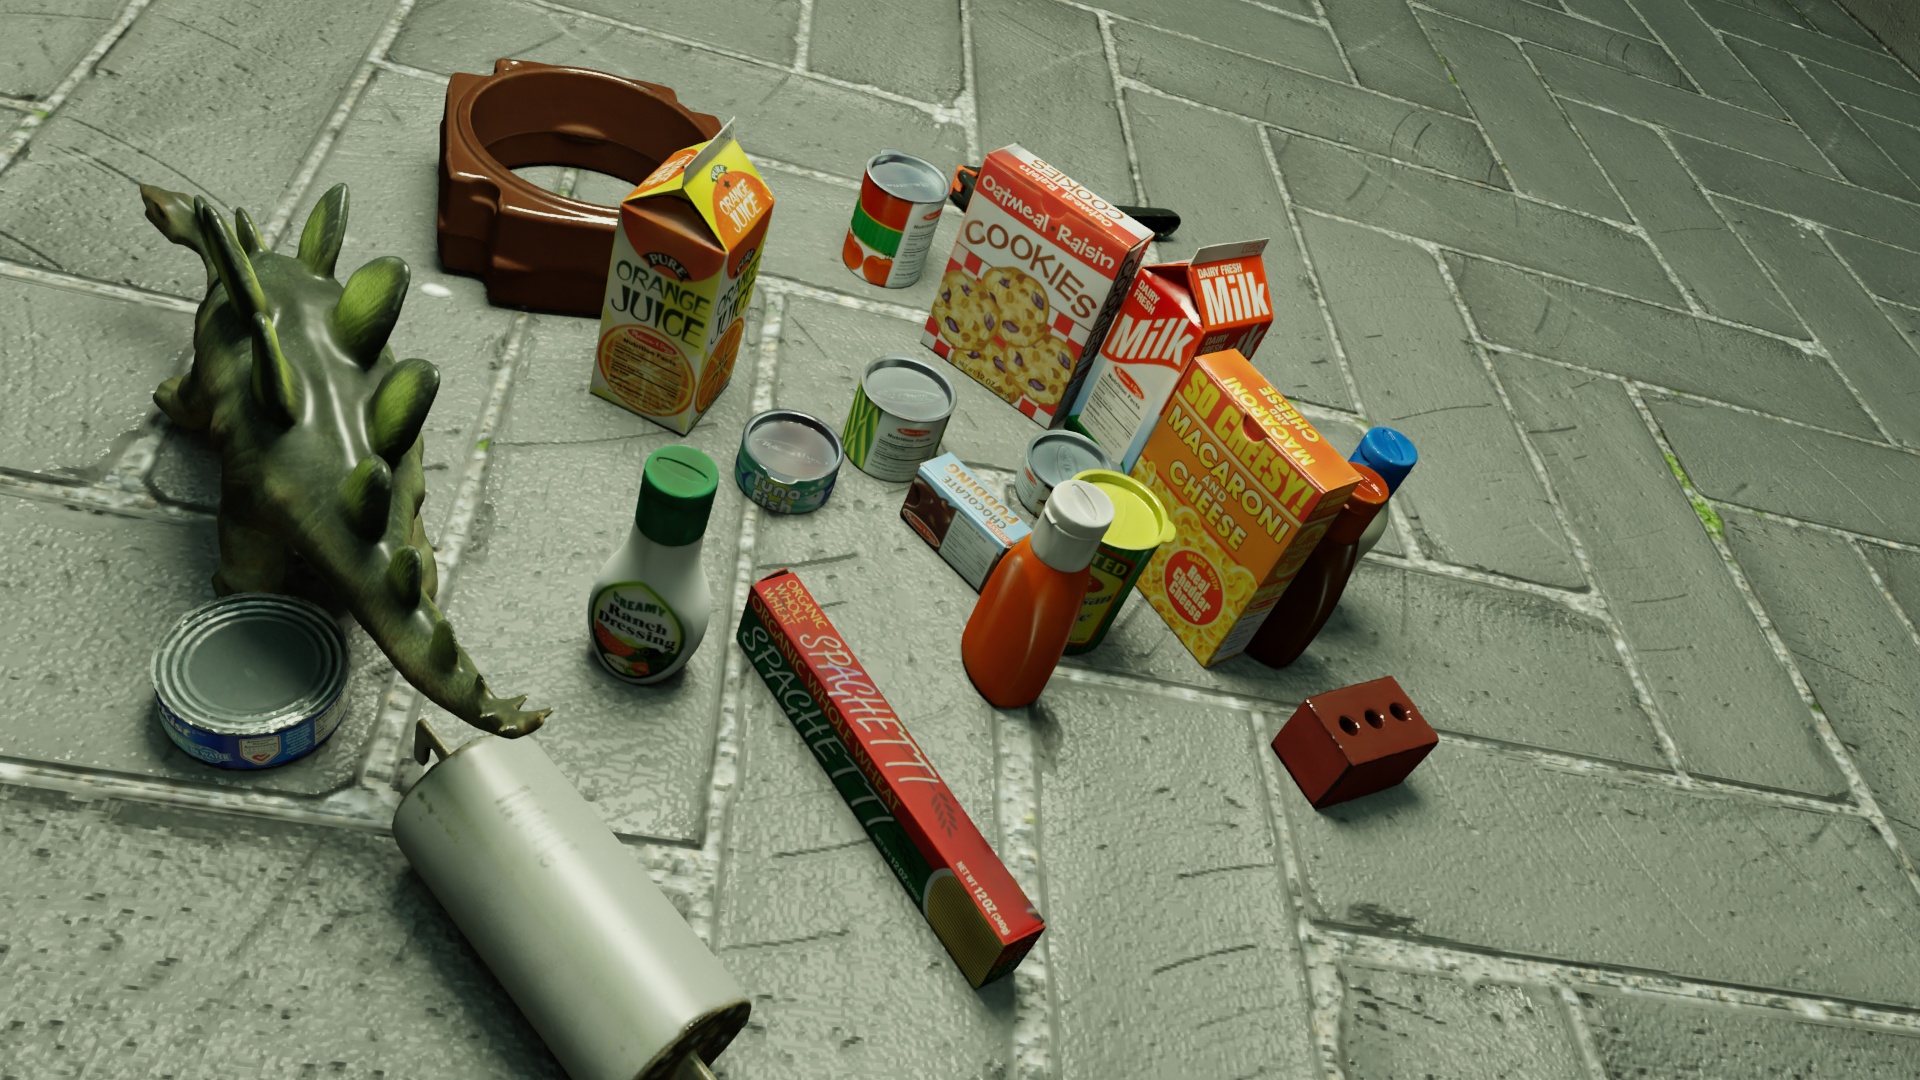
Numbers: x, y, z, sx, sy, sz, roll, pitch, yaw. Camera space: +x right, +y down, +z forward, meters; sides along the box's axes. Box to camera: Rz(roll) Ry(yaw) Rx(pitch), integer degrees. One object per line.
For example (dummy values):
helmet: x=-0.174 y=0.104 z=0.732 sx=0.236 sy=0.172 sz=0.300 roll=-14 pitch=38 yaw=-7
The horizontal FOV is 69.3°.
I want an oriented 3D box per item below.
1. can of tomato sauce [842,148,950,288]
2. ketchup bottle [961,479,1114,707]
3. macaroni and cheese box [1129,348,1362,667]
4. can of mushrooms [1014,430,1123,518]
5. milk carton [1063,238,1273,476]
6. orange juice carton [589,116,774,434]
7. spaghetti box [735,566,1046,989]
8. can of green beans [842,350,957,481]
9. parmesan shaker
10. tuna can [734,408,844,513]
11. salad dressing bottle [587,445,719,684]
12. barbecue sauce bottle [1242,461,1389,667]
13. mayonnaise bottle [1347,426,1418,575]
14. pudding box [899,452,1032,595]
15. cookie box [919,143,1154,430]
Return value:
can of tomato sauce: x=-0.053 y=-0.251 z=1.084 sx=0.071 sy=0.082 sz=0.071 roll=13 pitch=44 yaw=-12
ketchup bottle: x=0.044 y=0.029 z=0.797 sx=0.043 sy=0.148 sz=0.065 roll=-5 pitch=50 yaw=-28
macaroni and cheese box: x=0.164 y=-0.018 z=0.885 sx=0.040 sy=0.165 sz=0.124 roll=-16 pitch=55 yaw=-35
can of mushrooms: x=0.075 y=-0.042 z=0.967 sx=0.071 sy=0.033 sz=0.071 roll=12 pitch=44 yaw=-12
milk carton: x=0.151 y=-0.132 z=0.975 sx=0.072 sy=0.189 sz=0.073 roll=-16 pitch=56 yaw=-35
orange juice carton: x=-0.172 y=-0.167 z=0.867 sx=0.073 sy=0.191 sz=0.072 roll=25 pitch=42 yaw=1
spaghetti box: x=-0.045 y=0.120 z=0.740 sx=0.029 sy=0.049 sz=0.251 roll=-18 pitch=56 yaw=-36
can of green beans: x=-0.042 y=-0.082 z=0.938 sx=0.071 sy=0.057 sz=0.071 roll=12 pitch=44 yaw=-12
parmesan shaker: x=0.081 y=0.016 z=0.860 sx=0.071 sy=0.102 sz=0.072 roll=13 pitch=44 yaw=-12
tuna can: x=-0.111 y=-0.049 z=0.893 sx=0.071 sy=0.032 sz=0.071 roll=12 pitch=44 yaw=-12
salad dressing bottle: x=-0.157 y=0.014 z=0.725 sx=0.064 sy=0.146 sz=0.044 roll=24 pitch=42 yaw=0
barbecue sauce bottle: x=0.222 y=0.014 z=0.890 sx=0.065 sy=0.147 sz=0.044 roll=44 pitch=46 yaw=20
mayonnaise bottle: x=0.252 y=-0.012 z=0.930 sx=0.041 sy=0.147 sz=0.065 roll=4 pitch=46 yaw=-20
pudding box: x=0.003 y=-0.011 z=0.893 sx=0.030 sy=0.049 sz=0.084 roll=-27 pitch=62 yaw=-40
cookie box: x=0.050 y=-0.180 z=0.996 sx=0.123 sy=0.166 sz=0.040 roll=36 pitch=44 yaw=13
